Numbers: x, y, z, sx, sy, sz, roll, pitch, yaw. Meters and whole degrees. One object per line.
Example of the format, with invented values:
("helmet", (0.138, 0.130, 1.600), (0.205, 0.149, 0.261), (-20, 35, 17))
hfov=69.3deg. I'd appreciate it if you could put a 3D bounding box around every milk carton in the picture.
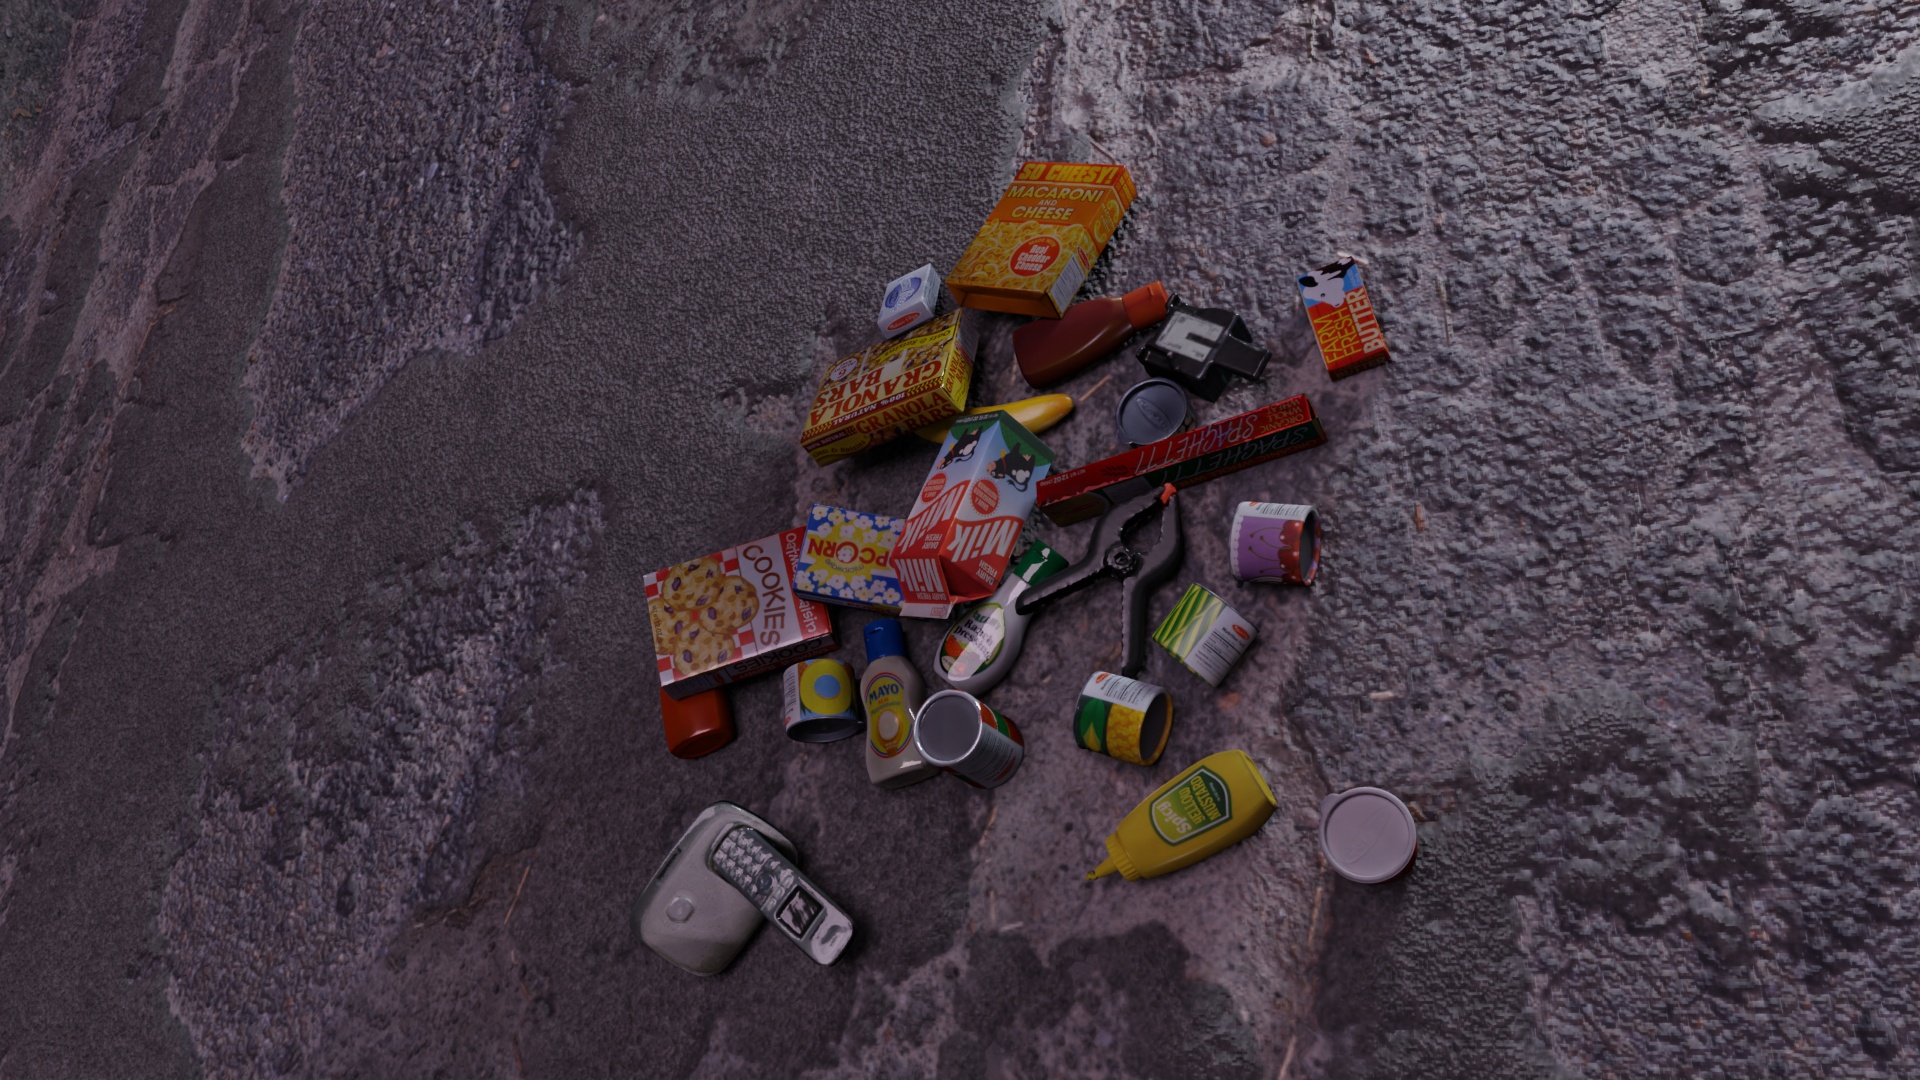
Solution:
("milk carton", (0.004, -0.015, 1.231), (0.072, 0.073, 0.191), (-2, 57, 52))

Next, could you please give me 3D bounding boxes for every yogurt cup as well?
("yogurt cup", (0.299, 0.217, 1.006), (0.072, 0.054, 0.072), (-11, 63, 23))

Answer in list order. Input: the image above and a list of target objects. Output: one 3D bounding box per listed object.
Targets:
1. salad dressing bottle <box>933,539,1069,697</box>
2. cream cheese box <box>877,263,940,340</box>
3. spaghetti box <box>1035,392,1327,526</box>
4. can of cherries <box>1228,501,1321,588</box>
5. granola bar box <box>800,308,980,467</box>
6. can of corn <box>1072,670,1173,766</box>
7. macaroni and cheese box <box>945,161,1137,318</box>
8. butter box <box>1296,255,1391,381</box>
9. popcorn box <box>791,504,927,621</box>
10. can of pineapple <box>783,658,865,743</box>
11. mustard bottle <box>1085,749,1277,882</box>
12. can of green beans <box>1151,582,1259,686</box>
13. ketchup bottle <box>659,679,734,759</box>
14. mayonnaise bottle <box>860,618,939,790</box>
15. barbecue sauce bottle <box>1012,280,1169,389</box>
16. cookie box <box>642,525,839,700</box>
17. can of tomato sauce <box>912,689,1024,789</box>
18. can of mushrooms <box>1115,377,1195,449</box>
("salad dressing bottle", (0.037, 0.067, 1.219), (0.064, 0.044, 0.147), (36, 87, 32))
("cream cheese box", (-0.051, -0.239, 1.389), (0.053, 0.024, 0.104), (-23, 27, 17))
("spaghetti box", (0.188, -0.067, 1.197), (0.250, 0.050, 0.029), (-18, 62, 20))
("can of cherries", (0.255, 0.005, 1.122), (0.058, 0.071, 0.071), (4, 70, 29))
("granola bar box", (-0.068, -0.147, 1.338), (0.165, 0.039, 0.125), (-19, 38, 27))
("can of corn", (0.132, 0.146, 1.122), (0.058, 0.071, 0.071), (12, 74, 31))
("macaroni and cheese box", (0.079, -0.293, 1.342), (0.124, 0.040, 0.167), (14, 63, 37))
("butter box", (0.329, -0.191, 1.195), (0.053, 0.024, 0.104), (-21, 59, 19))
("popcorn box", (-0.084, 0.020, 1.283), (0.127, 0.038, 0.085), (9, 70, 8))
("can of pineapple", (-0.124, 0.146, 1.257), (0.071, 0.071, 0.058), (-18, 61, 20))
("mustard bottle", (0.164, 0.225, 1.077), (0.160, 0.048, 0.065), (-34, 55, 10))
("can of green beans", (0.196, 0.076, 1.118), (0.071, 0.071, 0.058), (38, 89, 35))
("ketchup bottle", (-0.263, 0.134, 1.348), (0.064, 0.043, 0.149), (-27, 58, 13))
("mayonnaise bottle", (-0.060, 0.143, 1.238), (0.064, 0.041, 0.148), (-23, 60, 20))
("barbecue sauce bottle", (0.124, -0.196, 1.295), (0.148, 0.043, 0.065), (-22, 55, 17))
("cookie box", (-0.210, 0.068, 1.325), (0.167, 0.040, 0.123), (-17, 60, 0))
("can of tomato sauce", (0.005, 0.166, 1.167), (0.071, 0.083, 0.071), (-11, 64, 23))
("can of mushrooms", (0.172, -0.107, 1.234), (0.071, 0.033, 0.071), (-11, 64, 23))
